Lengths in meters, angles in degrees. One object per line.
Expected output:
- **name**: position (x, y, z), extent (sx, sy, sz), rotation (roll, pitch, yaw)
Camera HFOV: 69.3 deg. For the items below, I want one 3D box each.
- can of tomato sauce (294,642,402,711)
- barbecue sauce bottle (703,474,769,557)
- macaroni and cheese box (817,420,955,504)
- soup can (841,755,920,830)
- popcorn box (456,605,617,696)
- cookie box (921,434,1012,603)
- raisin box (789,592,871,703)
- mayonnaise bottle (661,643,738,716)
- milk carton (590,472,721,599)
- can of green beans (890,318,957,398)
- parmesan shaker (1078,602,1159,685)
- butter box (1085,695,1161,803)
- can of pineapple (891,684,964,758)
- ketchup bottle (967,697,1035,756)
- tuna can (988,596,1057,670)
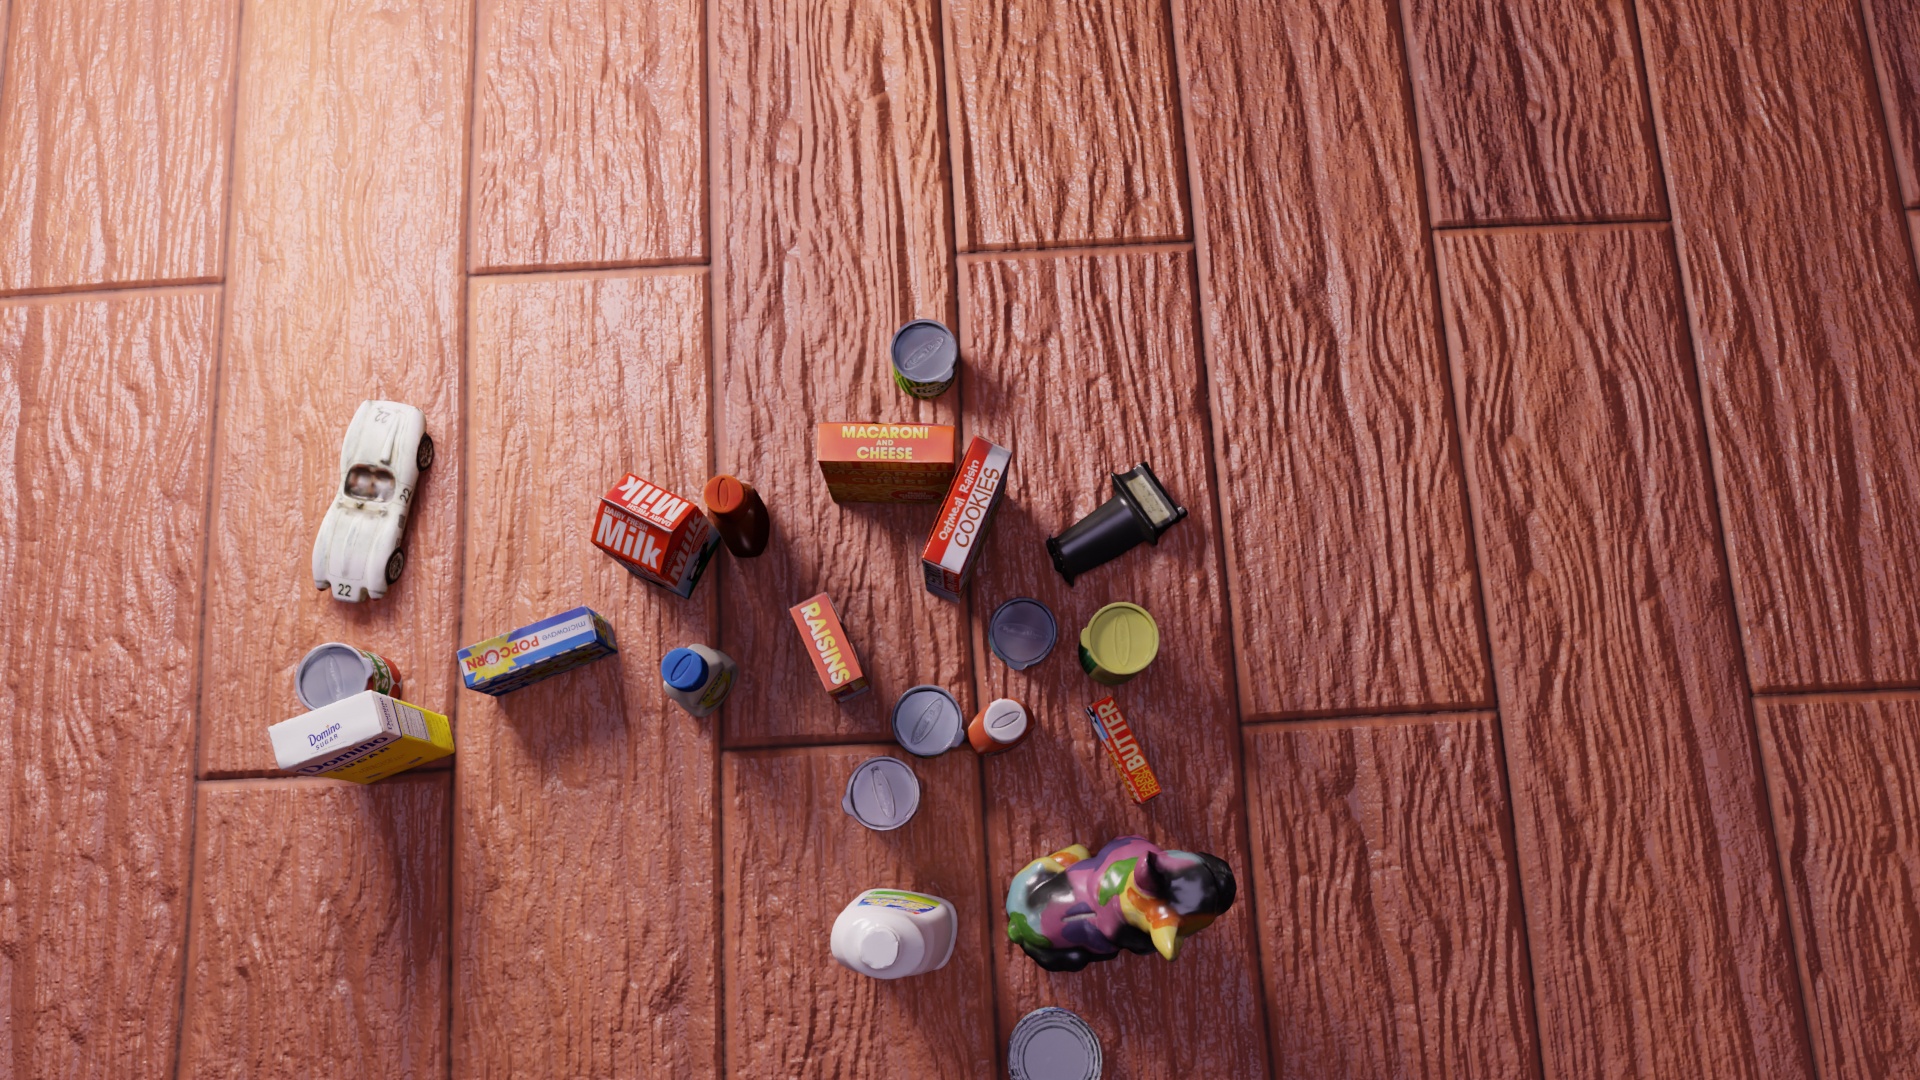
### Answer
- **can of tomato sauce**: position (-0.570, 0.133, 1.302), extent (0.071, 0.083, 0.071), rotation (0, 78, 0)
- **barbecue sauce bottle**: position (-0.210, -0.027, 1.305), extent (0.044, 0.148, 0.065), rotation (-1, 78, 0)
- **macaroni and cheese box**: position (-0.067, -0.072, 1.307), extent (0.124, 0.166, 0.040), rotation (1, 78, 0)
- **soup can**: position (-0.072, 0.235, 1.283), extent (0.071, 0.083, 0.071), rotation (0, 78, 0)
- **popcorn box**: position (-0.396, 0.105, 1.308), extent (0.127, 0.085, 0.038), rotation (-20, 79, -5)
- **cookie box**: position (0.005, -0.016, 1.295), extent (0.040, 0.167, 0.123), rotation (22, 79, 4)
- **raisin box**: position (-0.119, 0.102, 1.291), extent (0.040, 0.123, 0.086), rotation (-24, 79, -5)
- **mayonnaise bottle**: position (-0.242, 0.125, 1.273), extent (0.041, 0.148, 0.065), rotation (33, 80, 6)
- **milk carton**: position (-0.281, -0.005, 1.279), extent (0.072, 0.190, 0.073), rotation (25, 79, 5)
- **can of green beans**: position (-0.036, -0.180, 1.386), extent (0.071, 0.057, 0.071), rotation (0, 78, 0)
- **parmesan shaker**: position (0.144, 0.098, 1.304), extent (0.071, 0.103, 0.071), rotation (0, 78, 0)
- **butter box**: position (0.153, 0.197, 1.309), extent (0.024, 0.053, 0.103), rotation (-26, 79, -5)
- **can of pineapple**: position (-0.030, 0.173, 1.310), extent (0.071, 0.057, 0.071), rotation (0, 78, 0)
- **ketchup bottle**: position (0.038, 0.168, 1.265), extent (0.065, 0.148, 0.043), rotation (-26, 80, -5)
- **tuna can**: position (0.059, 0.092, 1.341), extent (0.071, 0.032, 0.071), rotation (0, 78, 0)
